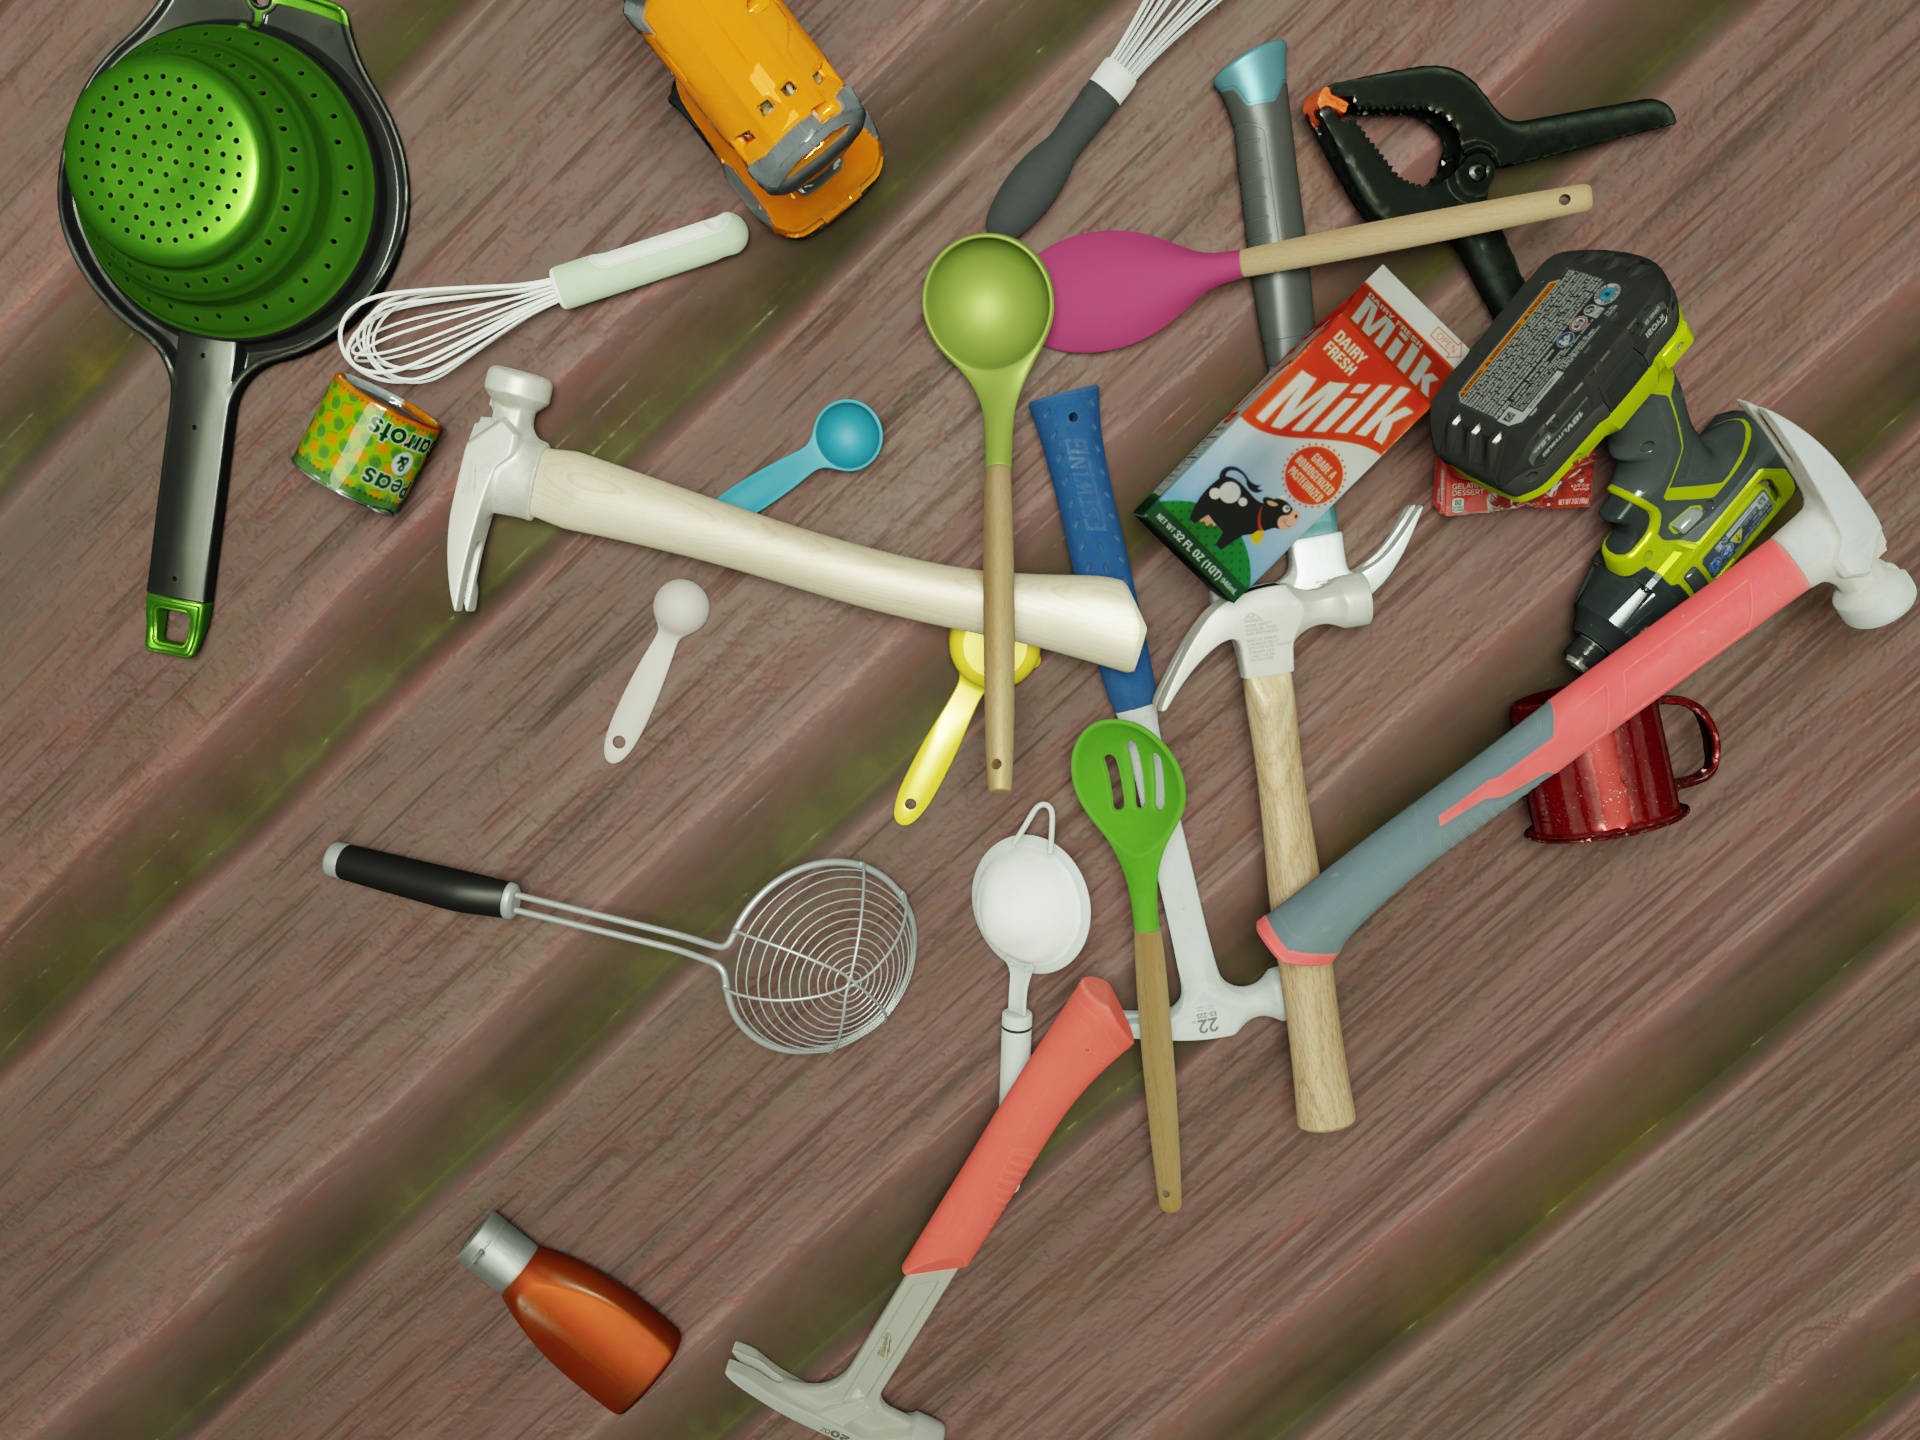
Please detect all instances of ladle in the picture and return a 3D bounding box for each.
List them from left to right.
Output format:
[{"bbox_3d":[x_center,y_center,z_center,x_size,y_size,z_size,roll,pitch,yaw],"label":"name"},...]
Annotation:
[{"bbox_3d":[0.017,-0.119,0.881,0.078,0.062,0.320,-5,74,19],"label":"ladle"}]

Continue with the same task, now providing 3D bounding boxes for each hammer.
[{"bbox_3d":[-0.096,-0.086,0.929,0.410,0.038,0.146,15,96,4],"label":"hammer"},{"bbox_3d":[-0.007,0.306,0.987,0.149,0.037,0.359,28,107,-4],"label":"hammer"},{"bbox_3d":[0.103,0.004,0.963,0.144,0.035,0.405,-14,98,3],"label":"hammer"},{"bbox_3d":[0.190,-0.222,0.929,0.128,0.033,0.331,-9,98,3],"label":"hammer"},{"bbox_3d":[0.194,0.085,0.941,0.130,0.031,0.331,-9,98,0],"label":"hammer"},{"bbox_3d":[0.313,-0.001,0.865,0.386,0.038,0.143,-39,108,13],"label":"hammer"}]

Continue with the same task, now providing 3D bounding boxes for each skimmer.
[{"bbox_3d":[-0.210,0.119,0.989,0.363,0.090,0.127,12,101,9],"label":"skimmer"}]

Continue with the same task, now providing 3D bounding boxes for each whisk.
[{"bbox_3d":[-0.241,-0.249,0.925,0.246,0.058,0.059,-18,136,-1],"label":"whisk"},{"bbox_3d":[0.106,-0.388,0.897,0.070,0.070,0.284,39,102,-5],"label":"whisk"}]

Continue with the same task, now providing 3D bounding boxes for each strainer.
[{"bbox_3d":[0.035,0.179,0.983,0.087,0.050,0.258,13,109,35],"label":"strainer"}]

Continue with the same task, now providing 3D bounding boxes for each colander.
[{"bbox_3d":[-0.441,-0.227,0.904,0.204,0.094,0.397,11,99,-1],"label":"colander"}]

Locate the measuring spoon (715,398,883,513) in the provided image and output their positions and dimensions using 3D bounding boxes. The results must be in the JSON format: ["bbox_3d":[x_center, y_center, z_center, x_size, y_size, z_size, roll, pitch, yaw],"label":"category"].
[{"bbox_3d":[-0.102,-0.149,0.955,0.128,0.021,0.042,-29,97,14],"label":"measuring spoon"}]

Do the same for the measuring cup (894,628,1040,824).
[{"bbox_3d":[-0.002,-0.003,0.965,0.062,0.029,0.156,27,96,-3],"label":"measuring cup"}]

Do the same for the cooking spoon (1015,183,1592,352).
[{"bbox_3d":[0.183,-0.261,0.890,0.319,0.017,0.069,-6,96,18],"label":"cooking spoon"}]

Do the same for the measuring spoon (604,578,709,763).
[{"bbox_3d":[-0.190,-0.028,0.970,0.034,0.018,0.124,25,98,-3],"label":"measuring spoon"}]

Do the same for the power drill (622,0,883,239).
[{"bbox_3d":[-0.114,-0.337,0.816,0.084,0.226,0.164,-38,96,6],"label":"power drill"}]

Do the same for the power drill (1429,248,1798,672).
[{"bbox_3d":[0.361,-0.134,0.876,0.223,0.080,0.171,34,98,-38],"label":"power drill"}]

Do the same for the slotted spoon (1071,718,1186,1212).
[{"bbox_3d":[0.112,0.149,0.952,0.070,0.031,0.313,0,103,29],"label":"slotted spoon"}]
